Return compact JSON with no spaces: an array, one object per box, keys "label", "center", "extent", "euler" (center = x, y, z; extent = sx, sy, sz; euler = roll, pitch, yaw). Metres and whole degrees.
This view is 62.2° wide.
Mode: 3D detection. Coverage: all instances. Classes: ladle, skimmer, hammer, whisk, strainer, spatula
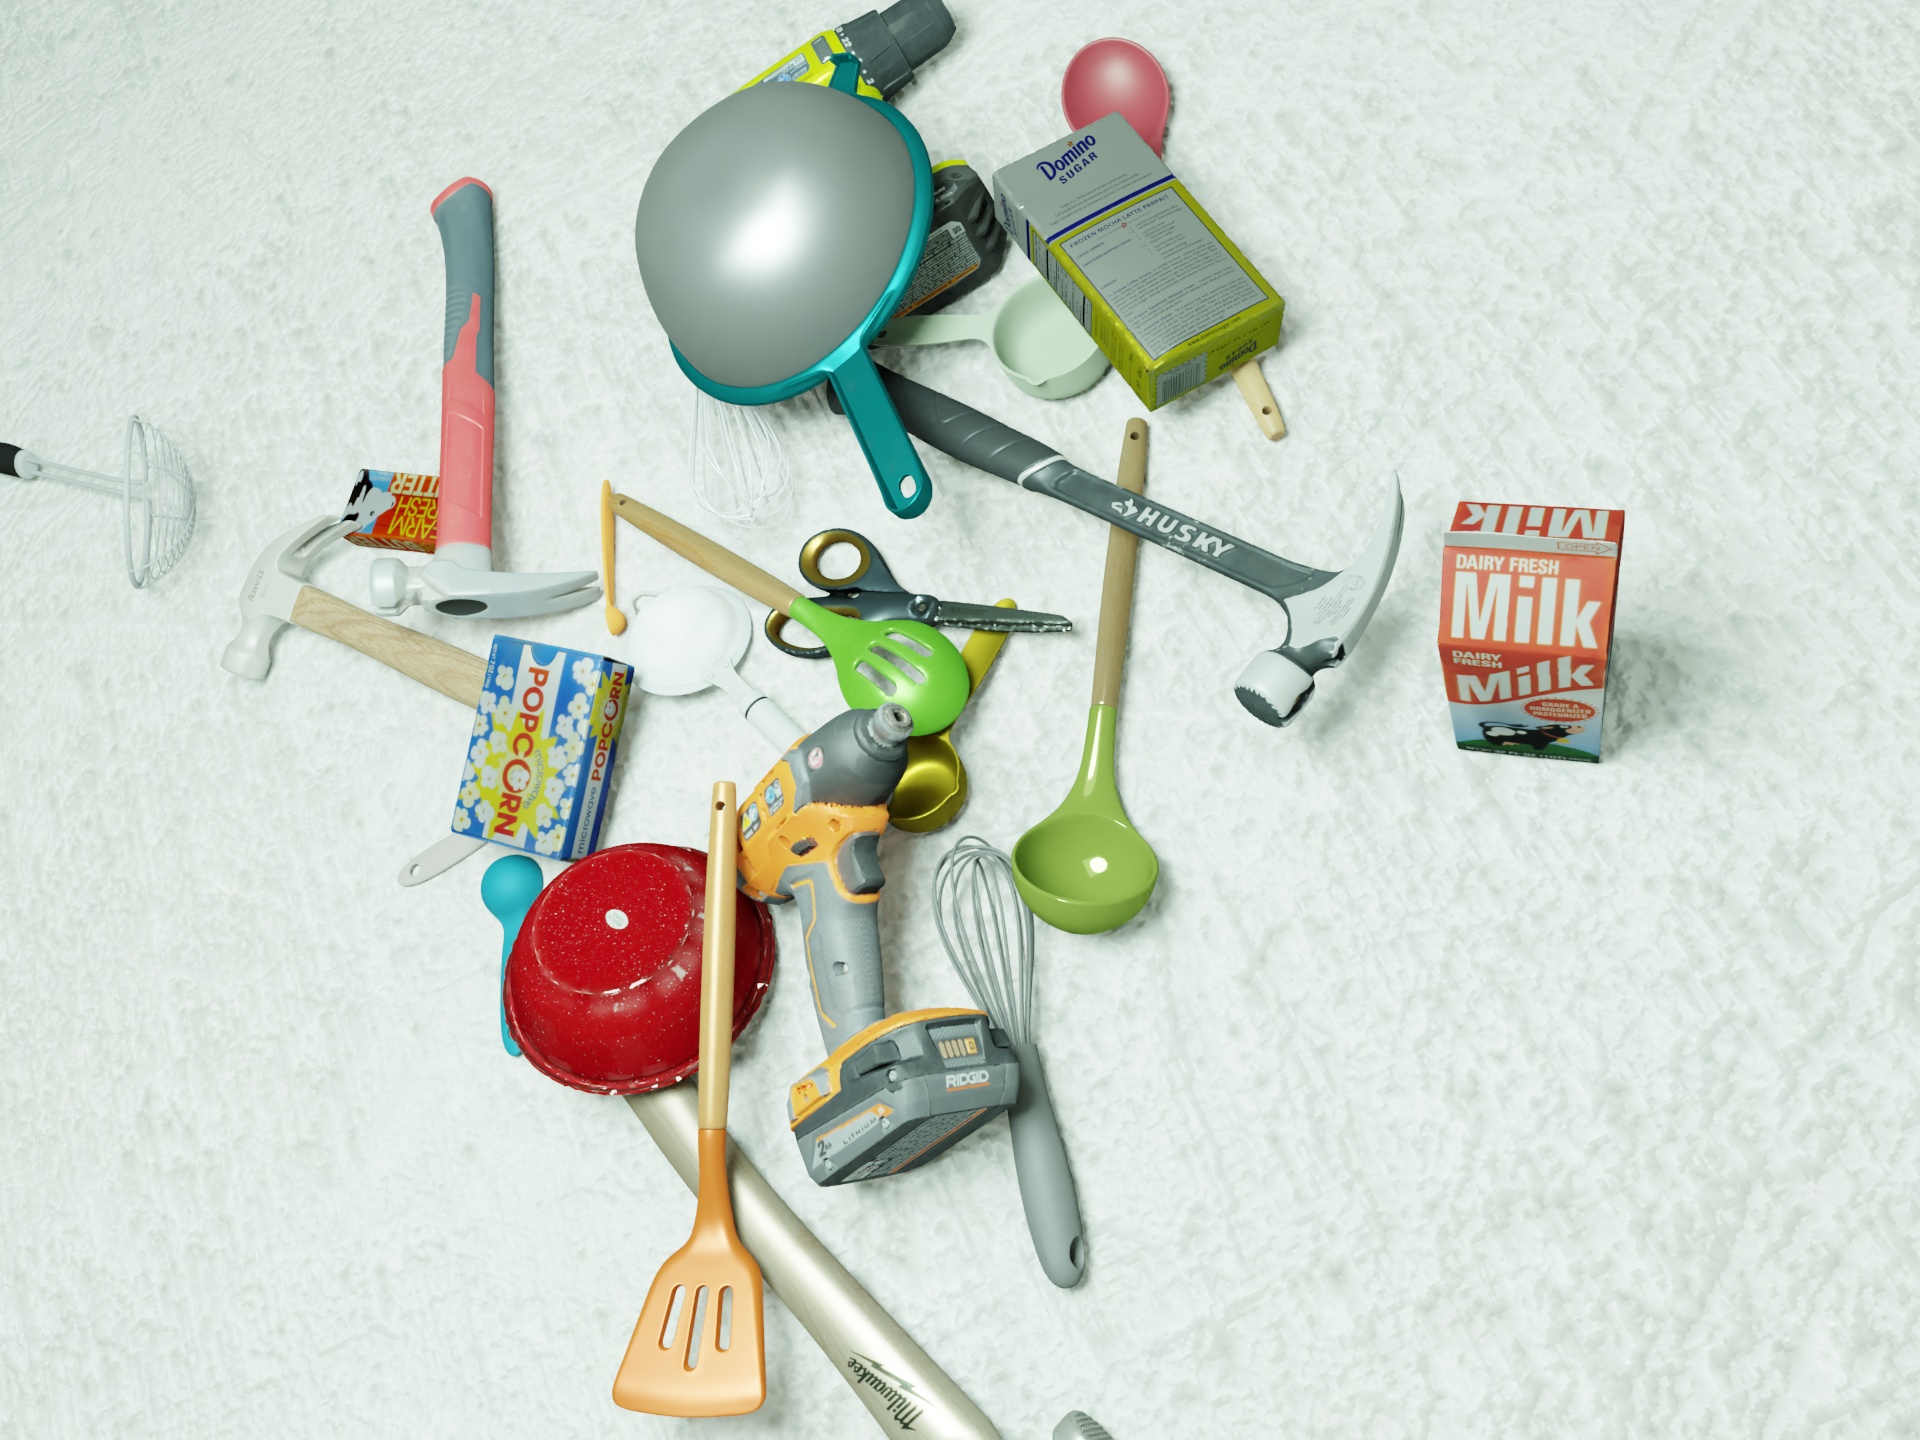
[{"label":"ladle","center":[0.136,-0.300,0.983],"extent":[0.069,0.031,0.316],"euler":[-23,66,9]},{"label":"skimmer","center":[-0.718,-0.190,1.235],"extent":[0.363,0.090,0.127],"euler":[14,107,27]},{"label":"hammer","center":[-0.361,-0.045,1.066],"extent":[0.331,0.031,0.130],"euler":[21,92,24]},{"label":"whisk","center":[0.028,0.174,0.833],"extent":[0.055,0.055,0.239],"euler":[-19,68,14]},{"label":"strainer","center":[-0.104,-0.256,0.929],"extent":[0.211,0.095,0.341],"euler":[-37,56,19]},{"label":"ladle","center":[0.083,-0.036,0.887],"extent":[0.078,0.062,0.320],"euler":[6,69,6]},{"label":"whisk","center":[-0.167,-0.238,1.062],"extent":[0.070,0.070,0.285],"euler":[-24,59,11]},{"label":"hammer","center":[-0.103,0.286,0.846],"extent":[0.146,0.038,0.411],"euler":[-48,61,0]},{"label":"hammer","center":[-0.331,-0.238,1.121],"extent":[0.143,0.038,0.387],"euler":[-3,59,-11]},{"label":"hammer","center":[0.066,-0.141,0.919],"extent":[0.409,0.036,0.149],"euler":[32,75,35]},{"label":"strainer","center":[-0.130,-0.016,0.972],"extent":[0.087,0.050,0.259],"euler":[-41,64,-14]},{"label":"spatula","center":[-0.132,0.190,0.837],"extent":[0.081,0.041,0.323],"euler":[-2,78,11]}]

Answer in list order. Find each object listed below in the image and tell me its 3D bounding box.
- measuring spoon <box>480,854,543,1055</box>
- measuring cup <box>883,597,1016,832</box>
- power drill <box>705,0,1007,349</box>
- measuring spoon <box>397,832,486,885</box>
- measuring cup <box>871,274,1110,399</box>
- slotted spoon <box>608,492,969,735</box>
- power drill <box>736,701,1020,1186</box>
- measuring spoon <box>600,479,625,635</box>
[{"label":"measuring spoon","center":[-0.279,0.141,0.976],"extent":[0.042,0.021,0.129],"euler":[-16,64,15]},{"label":"measuring cup","center":[-0.001,-0.003,0.929],"extent":[0.062,0.029,0.156],"euler":[16,65,28]},{"label":"power drill","center":[-0.059,-0.377,1.060],"extent":[0.190,0.080,0.229],"euler":[-30,60,9]},{"label":"measuring spoon","center":[-0.315,0.072,1.019],"extent":[0.124,0.018,0.034],"euler":[-31,63,8]},{"label":"measuring cup","center":[0.018,-0.237,0.999],"extent":[0.168,0.038,0.083],"euler":[4,72,25]},{"label":"slotted spoon","center":[-0.118,-0.078,0.976],"extent":[0.314,0.031,0.070],"euler":[31,71,33]},{"label":"power drill","center":[-0.049,0.109,0.834],"extent":[0.164,0.084,0.227],"euler":[-46,54,42]},{"label":"measuring spoon","center":[-0.230,-0.110,1.055],"extent":[0.011,0.021,0.117],"euler":[-9,67,4]}]
